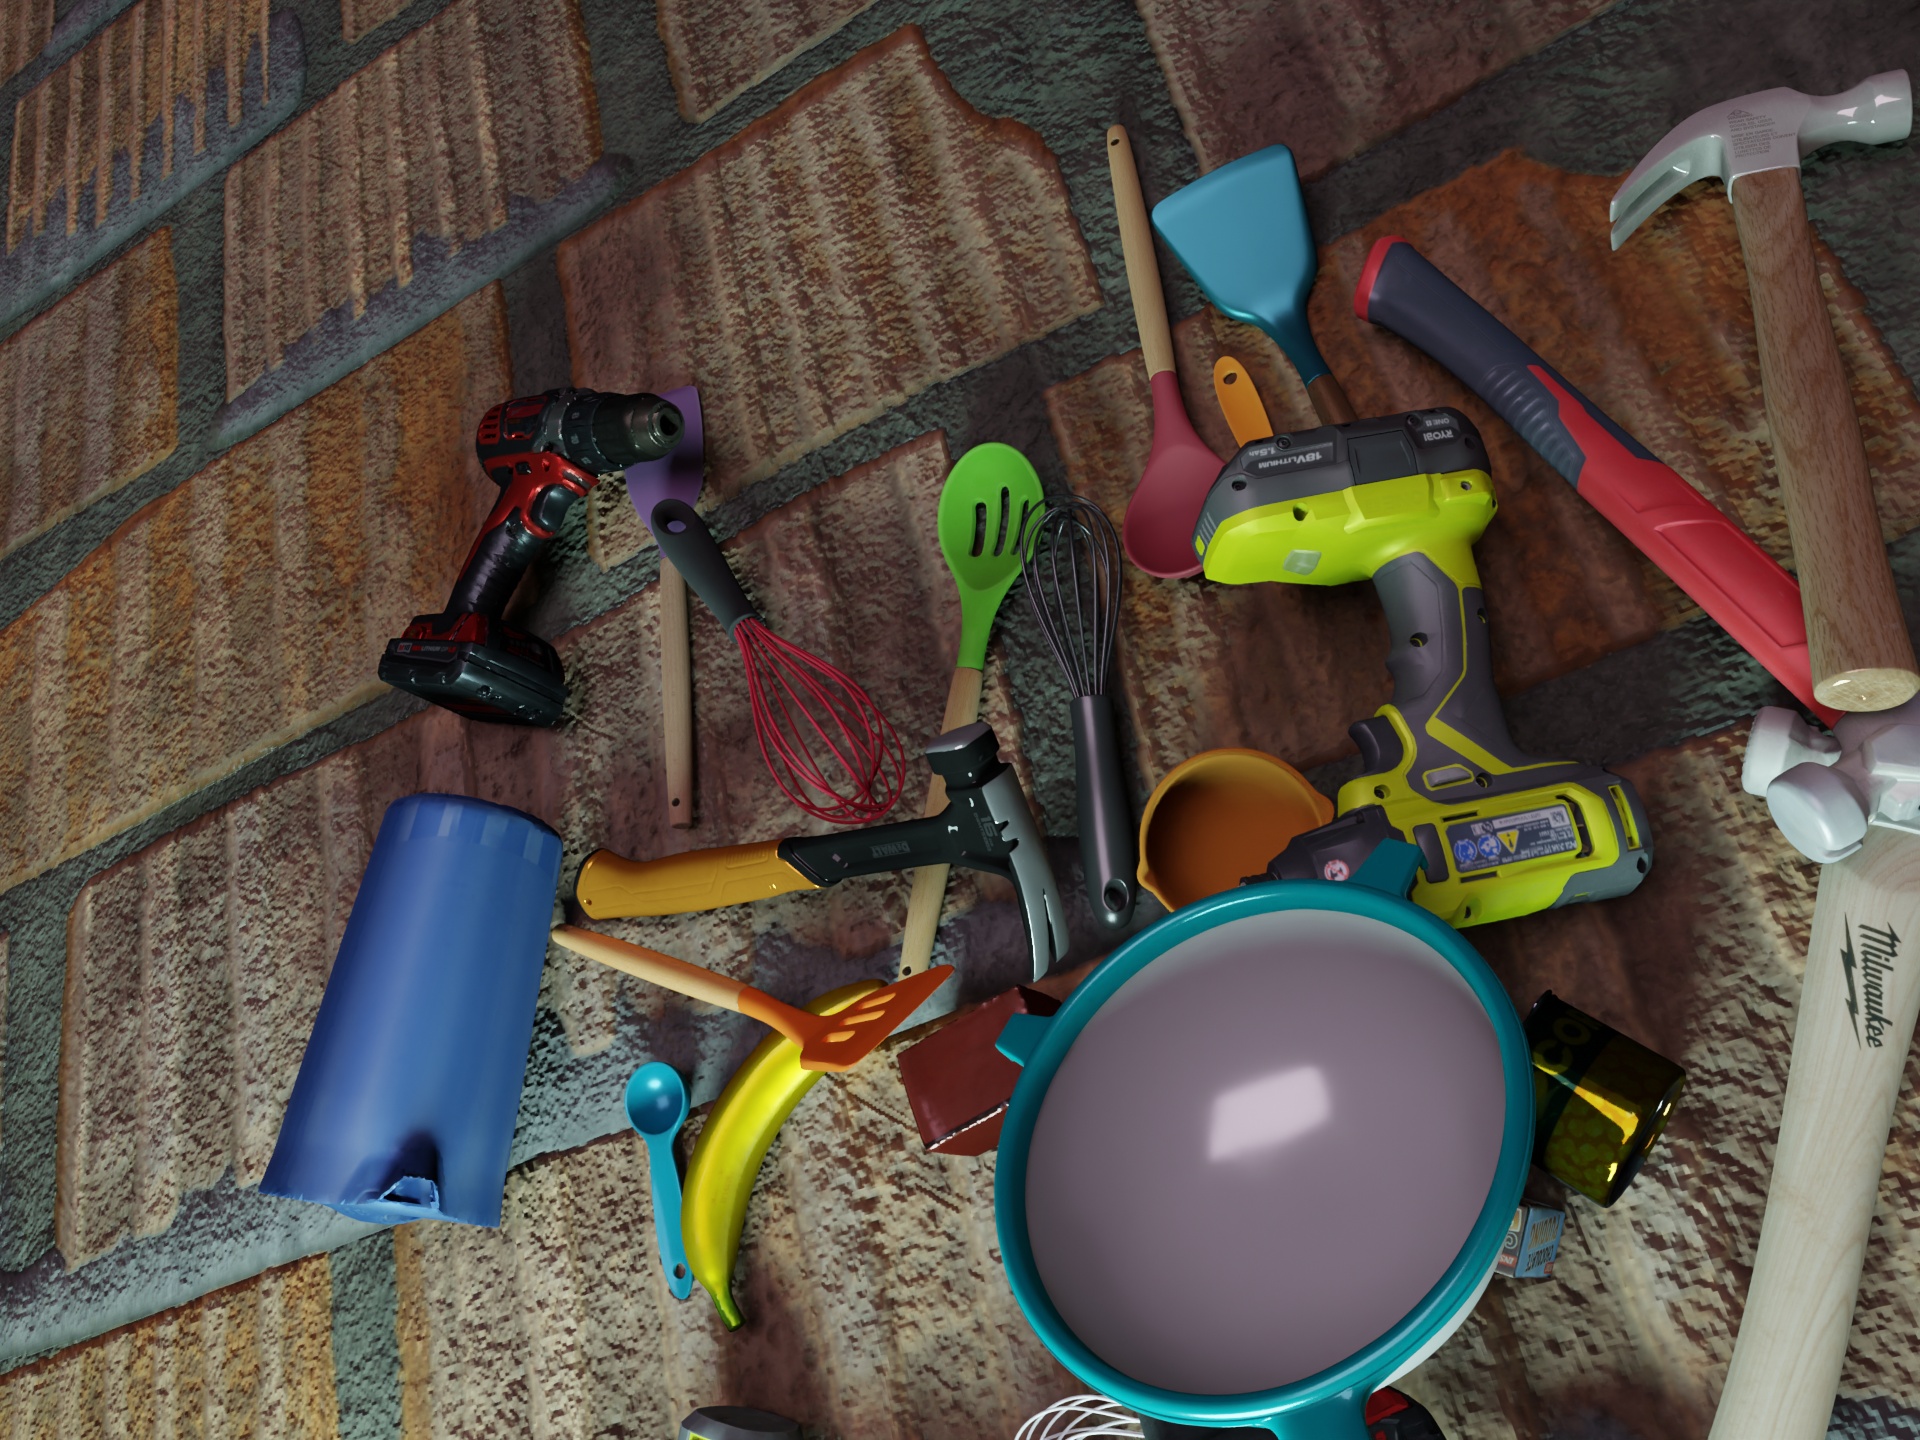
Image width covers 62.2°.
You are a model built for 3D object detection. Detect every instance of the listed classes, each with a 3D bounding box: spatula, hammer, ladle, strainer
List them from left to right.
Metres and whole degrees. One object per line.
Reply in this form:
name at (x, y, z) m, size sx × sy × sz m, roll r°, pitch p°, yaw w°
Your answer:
spatula at (-0.186, -0.079, 1.019) m, size 0.060 × 0.018 × 0.316 m, roll -14°, pitch 65°, yaw 16°
spatula at (-0.134, 0.140, 0.868) m, size 0.323 × 0.041 × 0.081 m, roll 8°, pitch 36°, yaw 43°
hammer at (-0.094, 0.086, 0.862) m, size 0.337 × 0.034 × 0.127 m, roll -11°, pitch 106°, yaw 39°
ladle at (0.108, -0.214, 0.893) m, size 0.069 × 0.031 × 0.316 m, roll -16°, pitch 63°, yaw 22°
strainer at (0.130, 0.214, 0.555) m, size 0.211 × 0.095 × 0.341 m, roll -29°, pitch 39°, yaw 17°
spatula at (0.191, -0.158, 0.815) m, size 0.082 × 0.044 × 0.318 m, roll -24°, pitch 63°, yaw 10°
hammer at (0.311, -0.115, 0.714) m, size 0.143 × 0.038 × 0.387 m, roll -29°, pitch 52°, yaw -1°
hammer at (0.354, -0.150, 0.675) m, size 0.130 × 0.031 × 0.332 m, roll -5°, pitch 57°, yaw 22°
hammer at (0.328, 0.195, 0.594) m, size 0.146 × 0.038 × 0.411 m, roll 13°, pitch 75°, yaw 32°

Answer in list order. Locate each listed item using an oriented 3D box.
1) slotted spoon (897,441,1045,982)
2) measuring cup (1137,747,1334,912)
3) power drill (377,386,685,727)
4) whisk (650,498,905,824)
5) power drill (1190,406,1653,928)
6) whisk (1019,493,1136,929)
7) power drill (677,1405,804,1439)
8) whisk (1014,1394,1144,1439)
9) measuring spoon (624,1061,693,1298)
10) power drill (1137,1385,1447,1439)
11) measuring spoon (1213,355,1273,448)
slotted spoon at (-0.001, -0.003, 0.881) m, size 0.070 × 0.031 × 0.314 m, roll 3°, pitch 76°, yaw 31°
measuring cup at (0.146, 0.095, 0.753) m, size 0.095 × 0.052 × 0.173 m, roll -23°, pitch 88°, yaw 9°
power drill at (-0.273, -0.115, 1.035) m, size 0.188 × 0.080 × 0.227 m, roll 4°, pitch 71°, yaw 42°
whisk at (-0.118, -0.042, 0.940) m, size 0.073 × 0.073 × 0.296 m, roll -44°, pitch 54°, yaw 9°
power drill at (0.186, -0.016, 0.704) m, size 0.171 × 0.080 × 0.223 m, roll -10°, pitch 72°, yaw -5°
whisk at (0.066, -0.009, 0.833) m, size 0.055 × 0.055 × 0.239 m, roll -14°, pitch 70°, yaw 25°
power drill at (-0.056, 0.439, 0.725) m, size 0.228 × 0.080 × 0.191 m, roll 1°, pitch 73°, yaw 33°
whisk at (0.151, 0.318, 0.664) m, size 0.284 × 0.070 × 0.070 m, roll -9°, pitch 69°, yaw 22°
measuring spoon at (-0.160, 0.255, 0.889) m, size 0.042 × 0.021 × 0.129 m, roll -18°, pitch 74°, yaw 23°
power drill at (0.115, 0.245, 0.663) m, size 0.143 × 0.078 × 0.220 m, roll -23°, pitch 39°, yaw -1°
measuring spoon at (0.159, -0.151, 0.853) m, size 0.021 × 0.011 × 0.117 m, roll -27°, pitch 58°, yaw 20°
